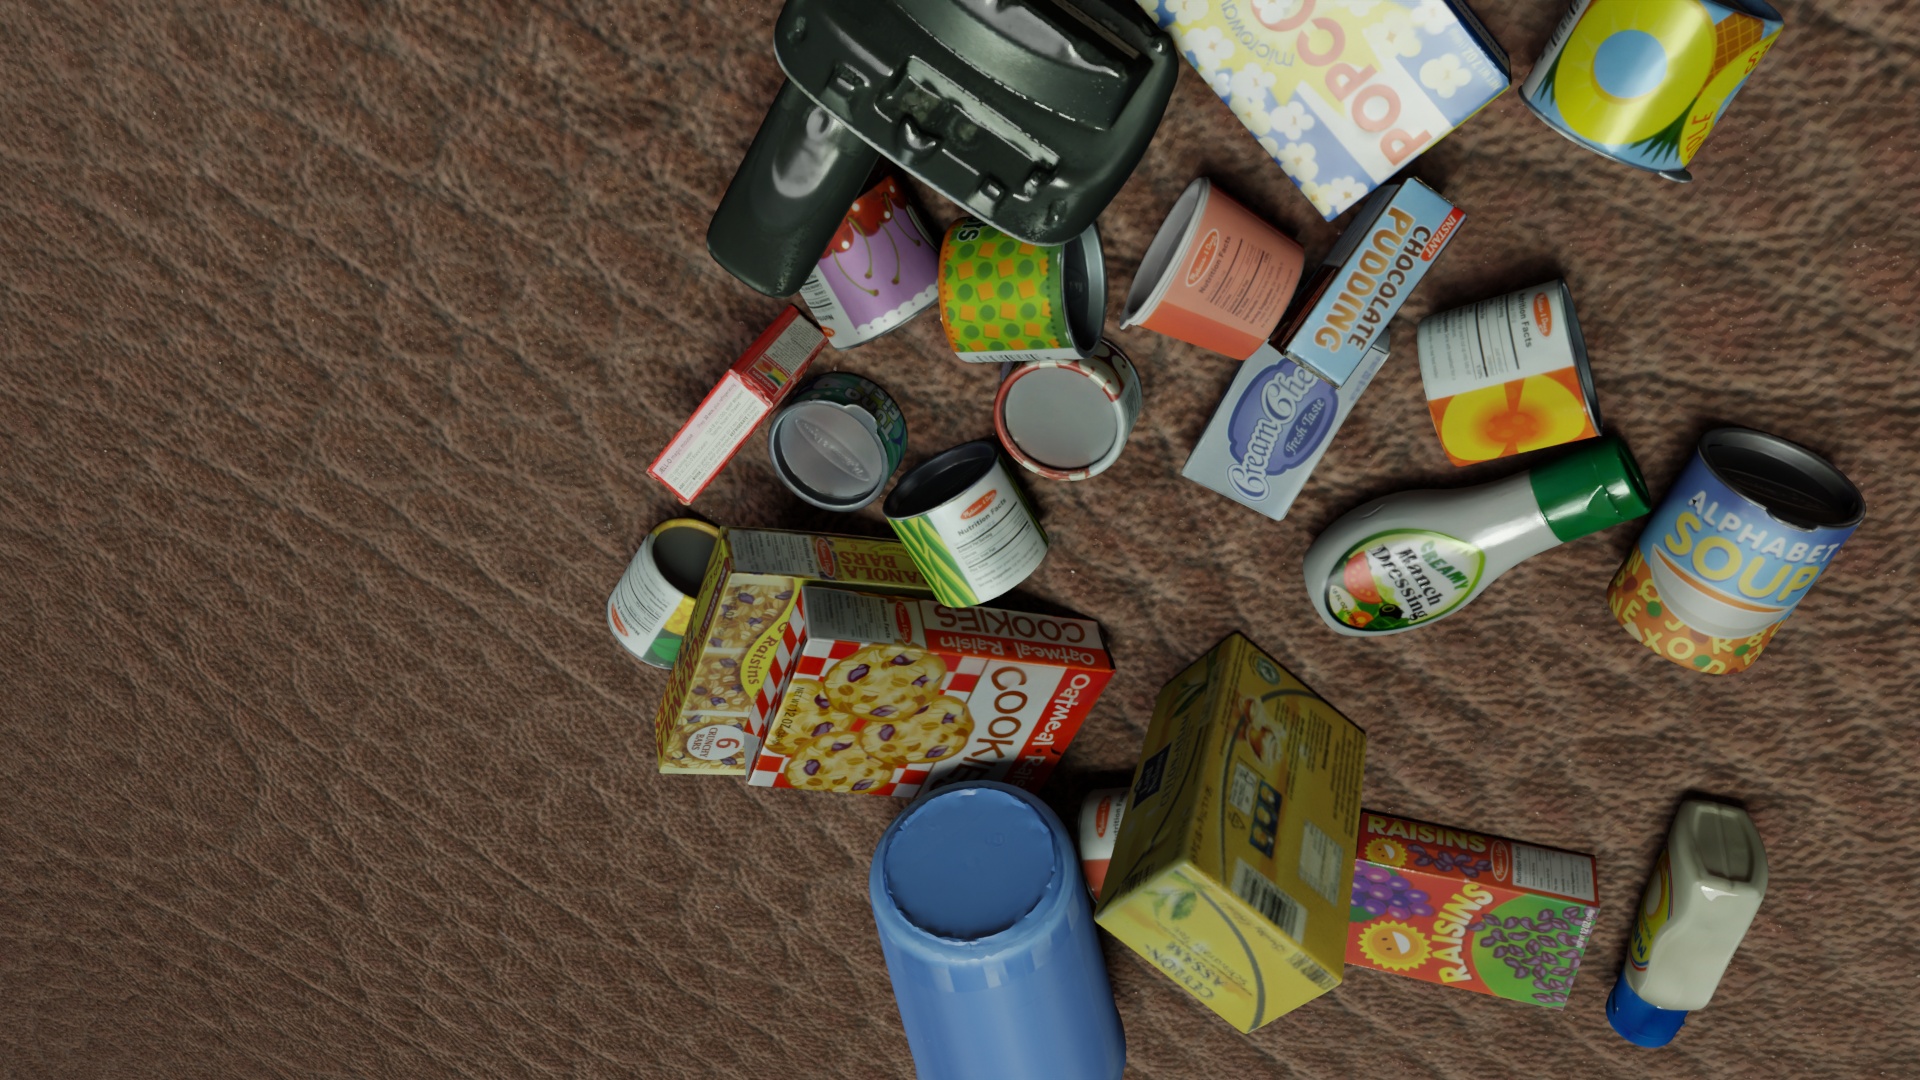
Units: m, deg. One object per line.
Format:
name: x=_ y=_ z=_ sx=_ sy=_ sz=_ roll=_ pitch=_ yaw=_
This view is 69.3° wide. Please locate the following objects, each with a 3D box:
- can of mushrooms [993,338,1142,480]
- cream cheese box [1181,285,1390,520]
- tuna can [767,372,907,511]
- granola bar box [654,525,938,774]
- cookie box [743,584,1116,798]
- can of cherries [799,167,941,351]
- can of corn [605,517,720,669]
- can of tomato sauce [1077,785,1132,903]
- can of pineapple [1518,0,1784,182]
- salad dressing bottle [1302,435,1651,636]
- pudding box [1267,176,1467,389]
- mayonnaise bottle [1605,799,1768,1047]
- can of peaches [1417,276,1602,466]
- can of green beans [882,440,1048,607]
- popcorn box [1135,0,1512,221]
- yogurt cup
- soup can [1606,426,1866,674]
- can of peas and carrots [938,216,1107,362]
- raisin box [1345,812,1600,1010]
can of mushrooms: x=0.049 y=-0.064 z=0.663 sx=0.071 sy=0.034 sz=0.070 roll=10 pitch=127 yaw=14
cream cheese box: x=0.147 y=-0.061 z=0.633 sx=0.053 sy=0.024 sz=0.103 roll=26 pitch=128 yaw=3
tuna can: x=-0.061 y=-0.052 z=0.714 sx=0.071 sy=0.033 sz=0.070 roll=10 pitch=126 yaw=14
granola bar box: x=-0.090 y=0.066 z=0.766 sx=0.124 sy=0.039 sz=0.164 roll=6 pitch=133 yaw=-24
cookie box: x=-0.019 y=0.088 z=0.744 sx=0.168 sy=0.040 sz=0.122 roll=8 pitch=132 yaw=-20
can of cherries: x=-0.042 y=-0.130 z=0.635 sx=0.071 sy=0.072 sz=0.058 roll=-19 pitch=113 yaw=31
can of corn: x=-0.156 y=0.029 z=0.786 sx=0.071 sy=0.071 sz=0.058 roll=35 pitch=125 yaw=-5
can of tomato sauce: x=0.117 y=0.169 z=0.777 sx=0.083 sy=0.071 sz=0.071 roll=-11 pitch=118 yaw=26
can of pineapple: x=0.245 y=-0.171 z=0.492 sx=0.071 sy=0.071 sz=0.057 roll=25 pitch=128 yaw=3
salad dressing bottle: x=0.230 y=-0.002 z=0.629 sx=0.147 sy=0.044 sz=0.064 roll=-26 pitch=109 yaw=33
pudding box: x=0.162 y=-0.105 z=0.563 sx=0.030 sy=0.050 sz=0.083 roll=34 pitch=103 yaw=-4
mayonnaise bottle: x=0.366 y=0.202 z=0.708 sx=0.041 sy=0.065 sz=0.147 roll=10 pitch=129 yaw=14
can of peaches: x=0.227 y=-0.067 z=0.572 sx=0.058 sy=0.071 sz=0.071 roll=-14 pitch=117 yaw=28
can of green beans: x=0.003 y=-0.008 z=0.698 sx=0.071 sy=0.071 sz=0.057 roll=-17 pitch=116 yaw=30
popcorn box: x=0.137 y=-0.198 z=0.533 sx=0.126 sy=0.038 sz=0.085 roll=45 pitch=127 yaw=-12
yogurt cup: x=0.109 y=-0.112 z=0.589 sx=0.054 sy=0.073 sz=0.072 roll=25 pitch=129 yaw=-7
soup can: x=0.322 y=0.006 z=0.582 sx=0.071 sy=0.072 sz=0.083 roll=20 pitch=128 yaw=8
can of peas and carrots: x=0.028 y=-0.115 z=0.616 sx=0.059 sy=0.071 sz=0.070 roll=0 pitch=123 yaw=21
raisin box: x=0.272 y=0.201 z=0.756 sx=0.123 sy=0.040 sz=0.085 roll=9 pitch=126 yaw=14
